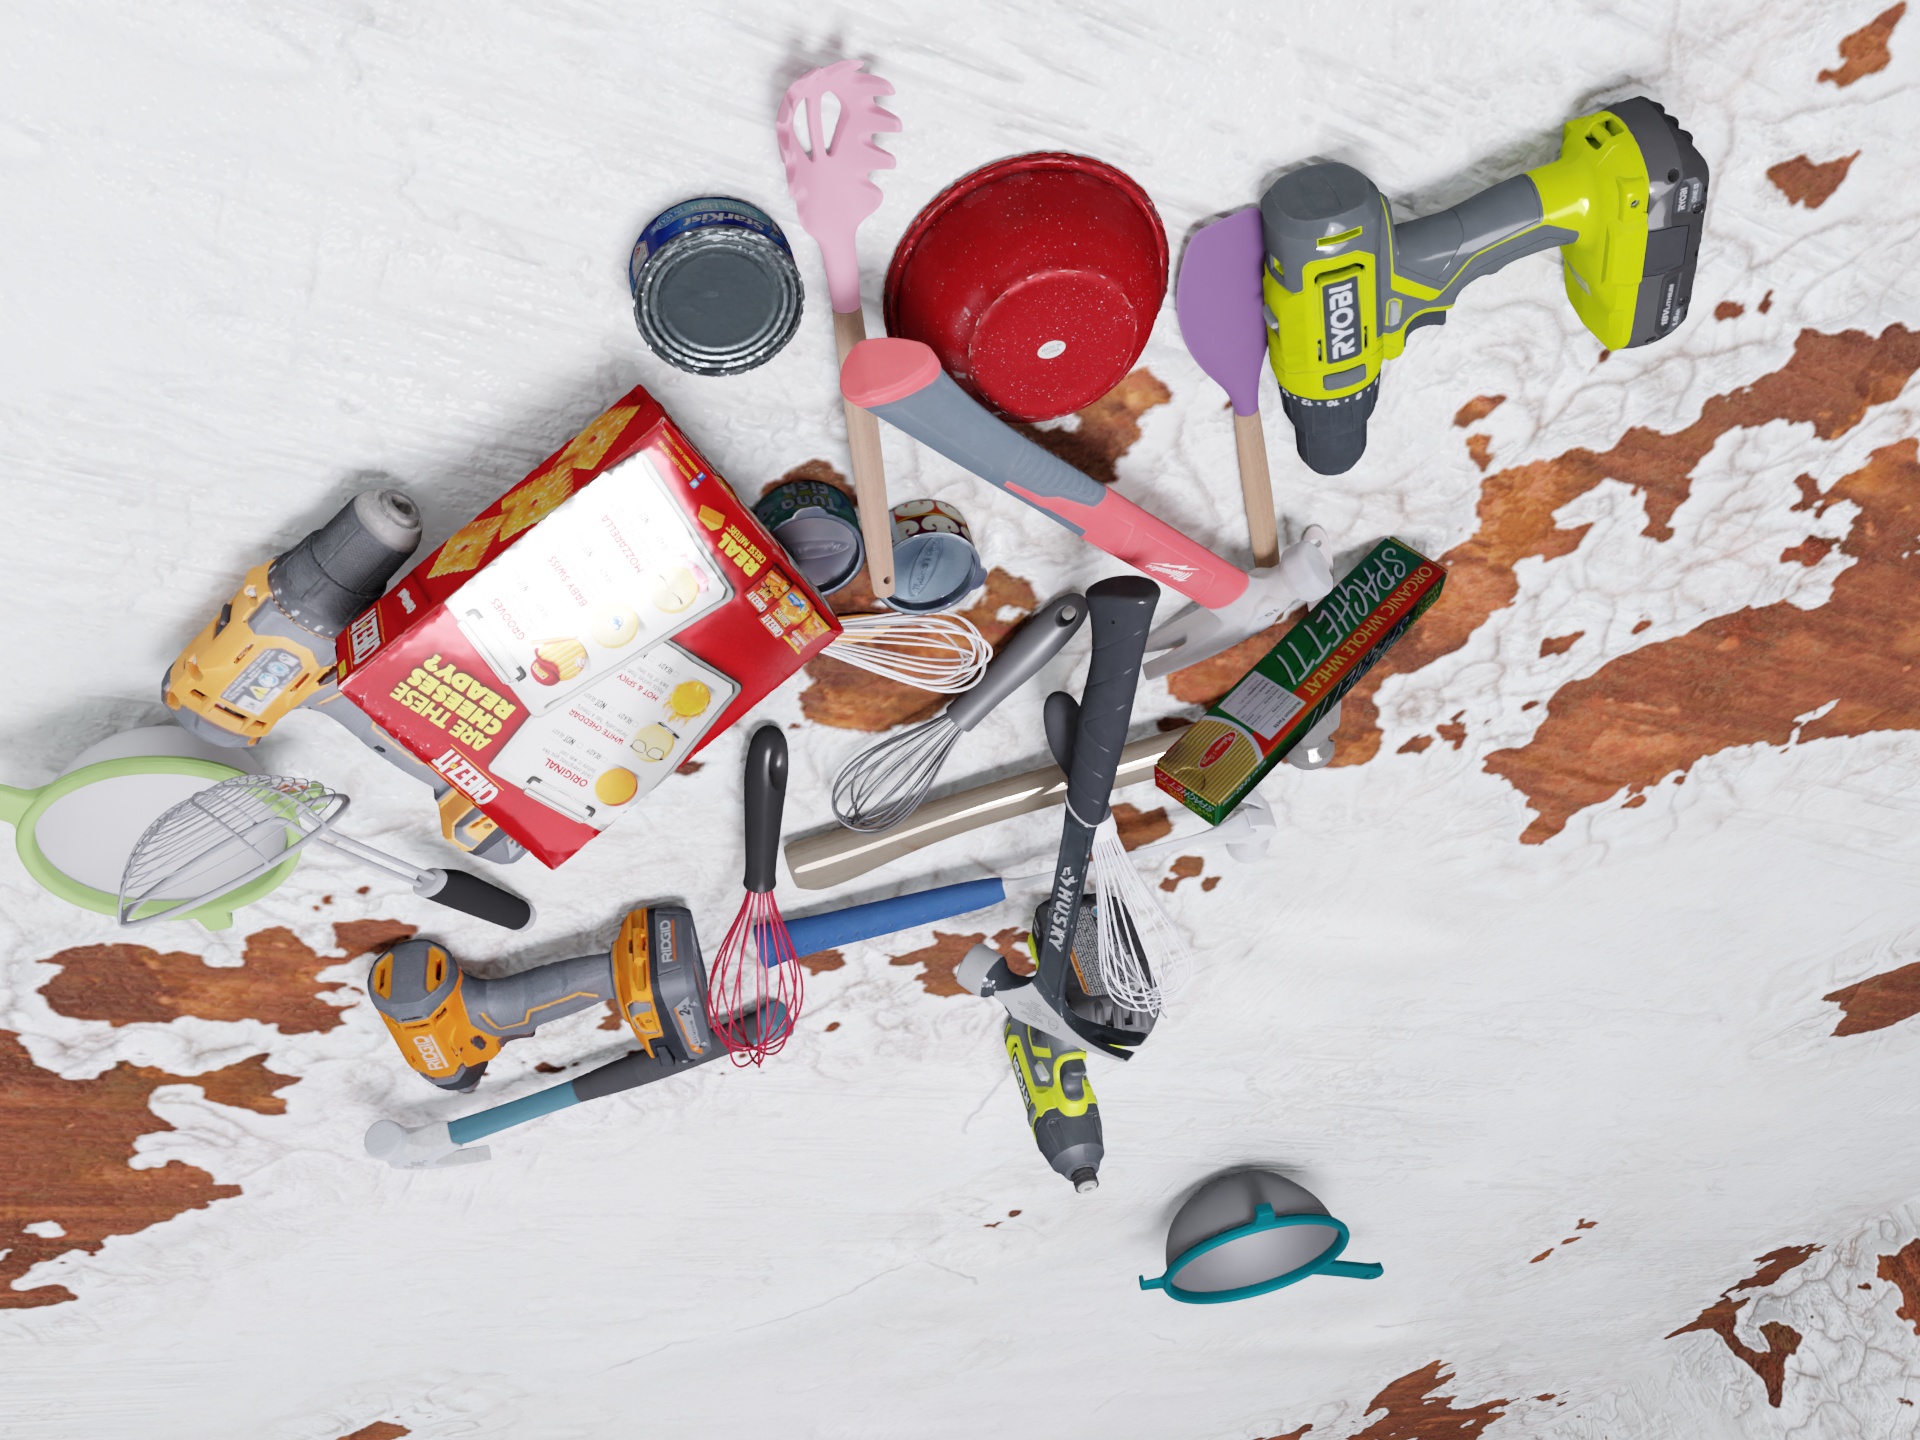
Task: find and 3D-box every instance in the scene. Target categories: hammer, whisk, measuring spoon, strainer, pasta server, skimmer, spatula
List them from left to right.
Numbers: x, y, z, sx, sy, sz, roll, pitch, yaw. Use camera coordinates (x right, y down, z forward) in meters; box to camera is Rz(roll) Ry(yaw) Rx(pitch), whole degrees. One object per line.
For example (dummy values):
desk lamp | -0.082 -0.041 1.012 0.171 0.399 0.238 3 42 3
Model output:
strainer | -0.511 0.036 0.914 0.256 0.069 0.151 22 127 -37
skimmer | -0.350 0.111 0.960 0.127 0.090 0.363 -23 157 7
hammer | -0.295 0.294 1.280 0.331 0.033 0.128 -18 159 -6
whisk | -0.143 0.131 1.129 0.073 0.073 0.295 -3 122 -16
measuring spoon | -0.101 -0.056 1.007 0.117 0.011 0.021 -9 125 -15
whisk | -0.098 -0.052 0.978 0.246 0.058 0.059 7 154 -16
pasta server | -0.053 -0.189 0.834 0.060 0.040 0.316 -22 134 -18
whisk | -0.002 -0.004 1.073 0.239 0.055 0.055 -43 133 19
hammer | 0.043 0.122 1.208 0.405 0.035 0.144 -14 162 0
hammer | 0.071 0.040 1.138 0.410 0.038 0.146 -17 148 1
hammer | 0.063 -0.115 0.919 0.143 0.038 0.386 -29 148 32
hammer | 0.082 0.075 1.052 0.036 0.149 0.408 -41 150 -41
whisk | 0.105 0.098 1.117 0.070 0.070 0.284 -19 119 2
spatula | 0.175 -0.169 0.971 0.060 0.018 0.315 -25 138 -3
strainer | 0.359 0.575 1.791 0.340 0.095 0.211 21 129 -38
measuring spoon | 0.247 -0.088 1.092 0.034 0.018 0.124 -7 133 11

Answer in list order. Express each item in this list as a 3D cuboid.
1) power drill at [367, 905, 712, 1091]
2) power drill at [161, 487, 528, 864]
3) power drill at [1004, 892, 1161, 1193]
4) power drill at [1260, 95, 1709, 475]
power drill | -0.303 0.217 1.182 0.226 0.084 0.164 -7 140 -6
power drill | -0.308 -0.024 0.919 0.185 0.084 0.226 -40 130 21
power drill | 0.095 0.265 1.305 0.080 0.171 0.223 -4 134 -15
power drill | 0.283 -0.238 0.892 0.228 0.080 0.190 -16 139 3
